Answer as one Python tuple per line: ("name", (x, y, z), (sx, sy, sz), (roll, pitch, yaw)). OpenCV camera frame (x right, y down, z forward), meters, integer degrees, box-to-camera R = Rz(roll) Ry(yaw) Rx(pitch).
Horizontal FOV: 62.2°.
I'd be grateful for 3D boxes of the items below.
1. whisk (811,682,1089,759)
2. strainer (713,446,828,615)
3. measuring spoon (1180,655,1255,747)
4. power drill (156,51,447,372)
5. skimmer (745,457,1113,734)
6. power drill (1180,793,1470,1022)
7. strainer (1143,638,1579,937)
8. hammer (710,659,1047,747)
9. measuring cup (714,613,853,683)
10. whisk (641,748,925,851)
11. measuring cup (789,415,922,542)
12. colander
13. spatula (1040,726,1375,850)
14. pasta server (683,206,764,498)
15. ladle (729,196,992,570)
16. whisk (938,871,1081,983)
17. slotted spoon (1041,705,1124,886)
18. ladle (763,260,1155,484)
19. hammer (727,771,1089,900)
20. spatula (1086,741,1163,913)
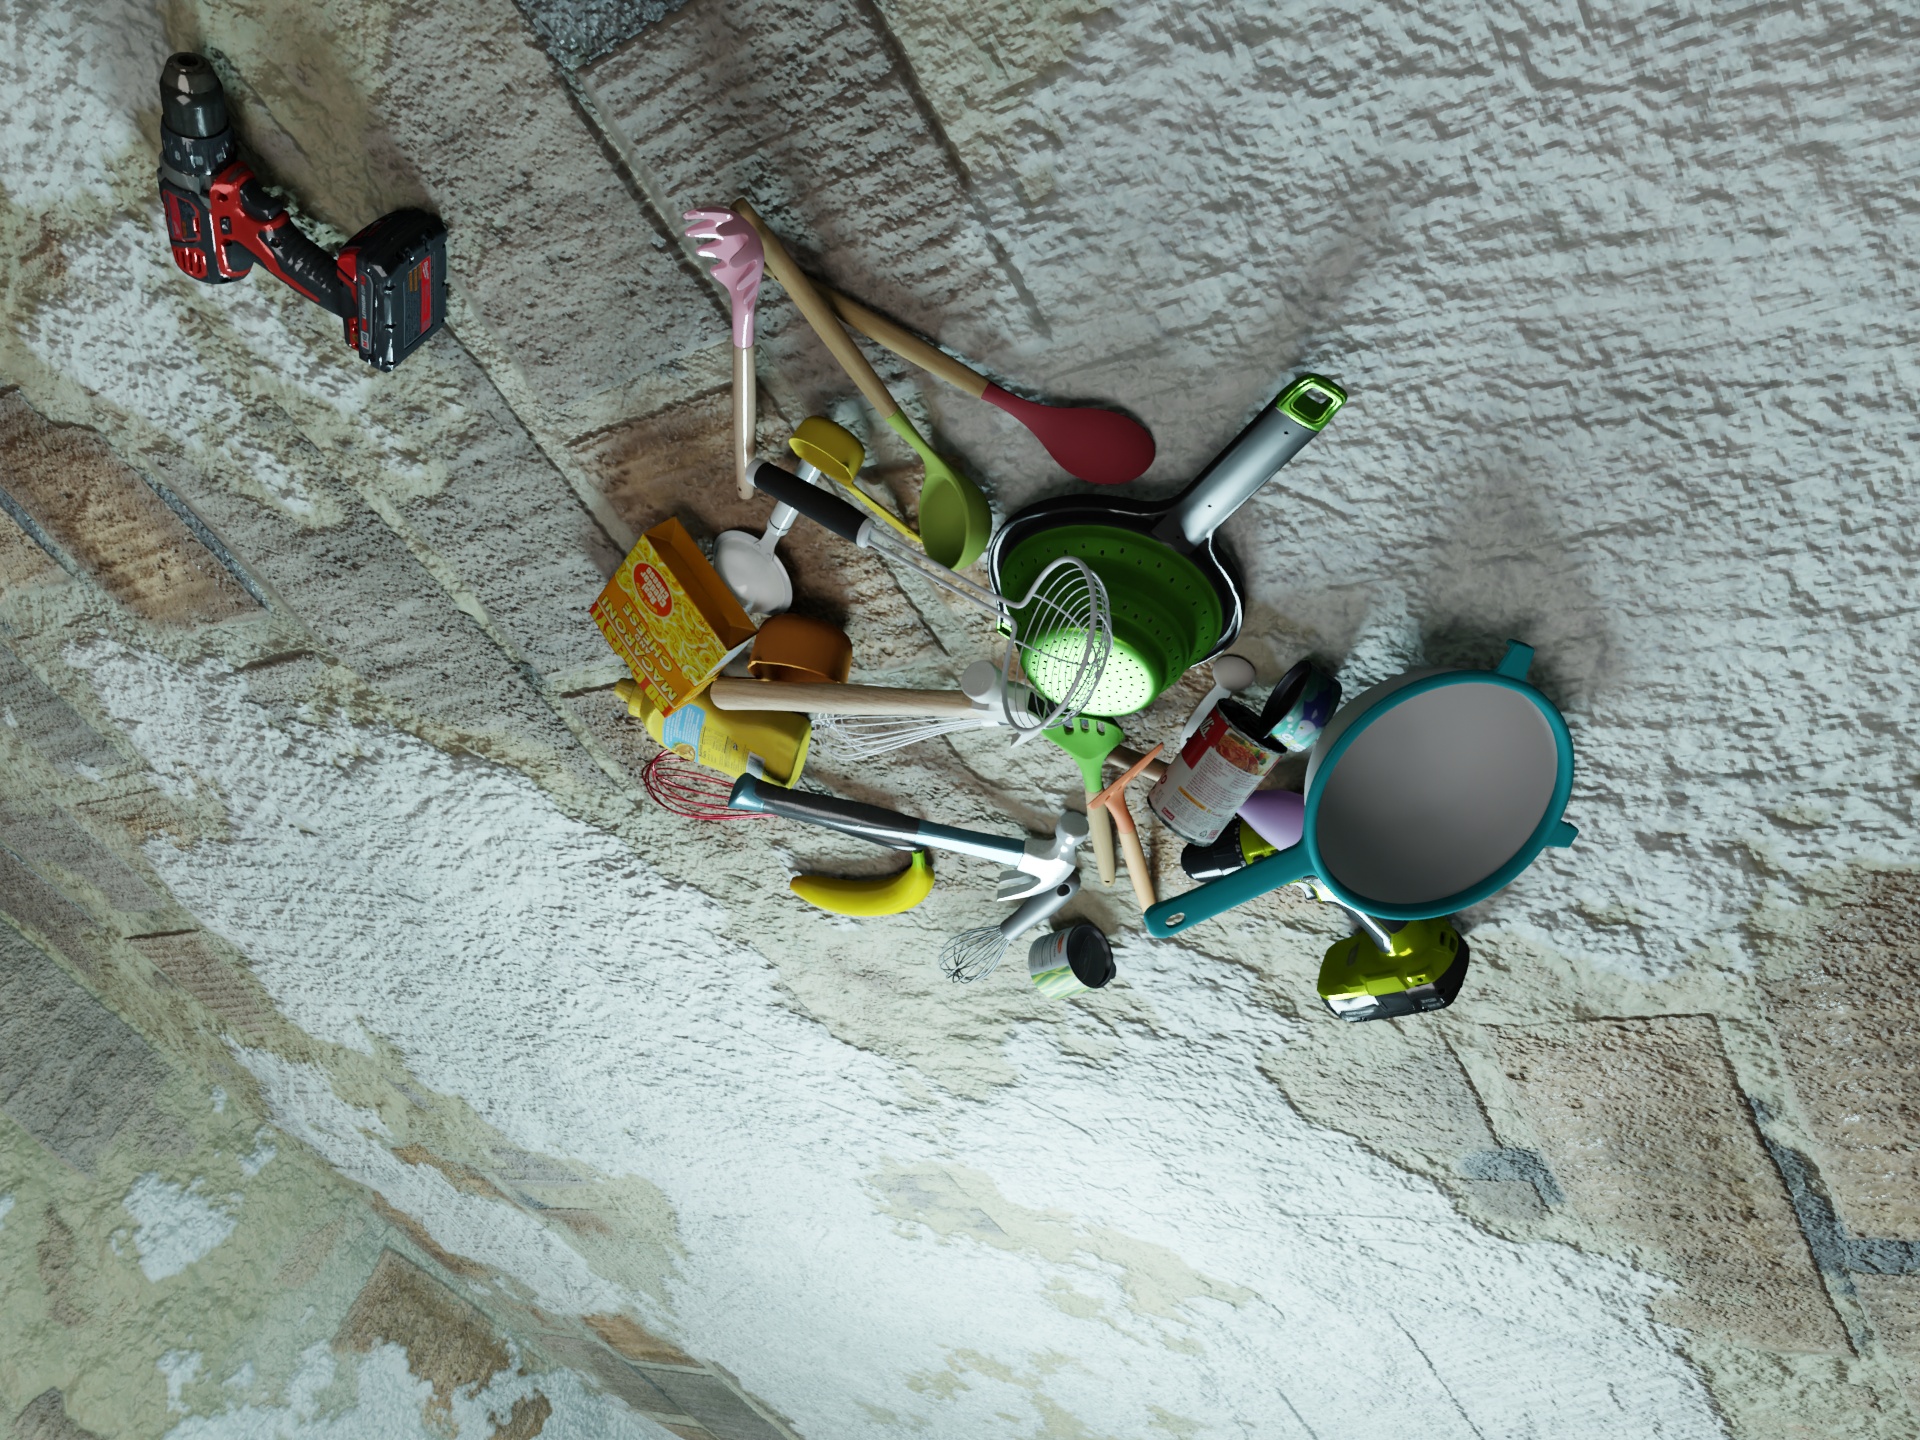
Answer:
("whisk", (-0.002, -0.003, 1.393), (0.284, 0.070, 0.070), (-3, 133, 23))
("strainer", (-0.156, -0.158, 1.319), (0.087, 0.050, 0.258), (41, 136, 2))
("measuring spoon", (0.206, -0.008, 1.307), (0.034, 0.018, 0.124), (25, 141, 1))
("power drill", (-0.516, -0.390, 1.227), (0.226, 0.080, 0.187), (27, 140, 3))
("skimmer", (-0.039, -0.113, 1.160), (0.363, 0.090, 0.127), (31, 109, 25))
("power drill", (0.319, 0.159, 1.386), (0.190, 0.080, 0.228), (-21, 119, 39))
("strainer", (0.287, 0.066, 1.206), (0.340, 0.095, 0.210), (-25, 120, 2))
("hammer", (-0.076, -0.017, 1.328), (0.331, 0.031, 0.130), (3, 163, 35))
("measuring cup", (-0.165, -0.058, 1.417), (0.095, 0.052, 0.174), (24, 164, -39))
("whisk", (-0.175, 0.082, 1.575), (0.296, 0.073, 0.073), (14, 139, 6))
("measuring cup", (-0.071, -0.187, 1.238), (0.062, 0.029, 0.156), (23, 170, 43))
("colander", (0.142, -0.104, 1.147), (0.204, 0.095, 0.397), (28, 145, -12))
("spatula", (0.193, 0.054, 1.333), (0.316, 0.018, 0.059), (22, 121, 24))
("pasta server", (-0.166, -0.259, 1.175), (0.060, 0.040, 0.316), (48, 157, 18))
("ladle", (-0.074, -0.237, 1.158), (0.319, 0.062, 0.078), (51, 167, -31))
("whisk", (0.049, 0.208, 1.606), (0.055, 0.055, 0.239), (35, 135, -11))
("slotted spoon", (0.117, 0.069, 1.391), (0.070, 0.031, 0.313), (3, 148, 12))
("ladle", (-0.004, -0.253, 1.147), (0.315, 0.031, 0.069), (29, 141, -1))
("hammer", (-0.054, 0.100, 1.497), (0.331, 0.033, 0.128), (13, 140, -4))
("spatula", (0.154, 0.110, 1.395), (0.041, 0.081, 0.322), (44, 168, 32))
